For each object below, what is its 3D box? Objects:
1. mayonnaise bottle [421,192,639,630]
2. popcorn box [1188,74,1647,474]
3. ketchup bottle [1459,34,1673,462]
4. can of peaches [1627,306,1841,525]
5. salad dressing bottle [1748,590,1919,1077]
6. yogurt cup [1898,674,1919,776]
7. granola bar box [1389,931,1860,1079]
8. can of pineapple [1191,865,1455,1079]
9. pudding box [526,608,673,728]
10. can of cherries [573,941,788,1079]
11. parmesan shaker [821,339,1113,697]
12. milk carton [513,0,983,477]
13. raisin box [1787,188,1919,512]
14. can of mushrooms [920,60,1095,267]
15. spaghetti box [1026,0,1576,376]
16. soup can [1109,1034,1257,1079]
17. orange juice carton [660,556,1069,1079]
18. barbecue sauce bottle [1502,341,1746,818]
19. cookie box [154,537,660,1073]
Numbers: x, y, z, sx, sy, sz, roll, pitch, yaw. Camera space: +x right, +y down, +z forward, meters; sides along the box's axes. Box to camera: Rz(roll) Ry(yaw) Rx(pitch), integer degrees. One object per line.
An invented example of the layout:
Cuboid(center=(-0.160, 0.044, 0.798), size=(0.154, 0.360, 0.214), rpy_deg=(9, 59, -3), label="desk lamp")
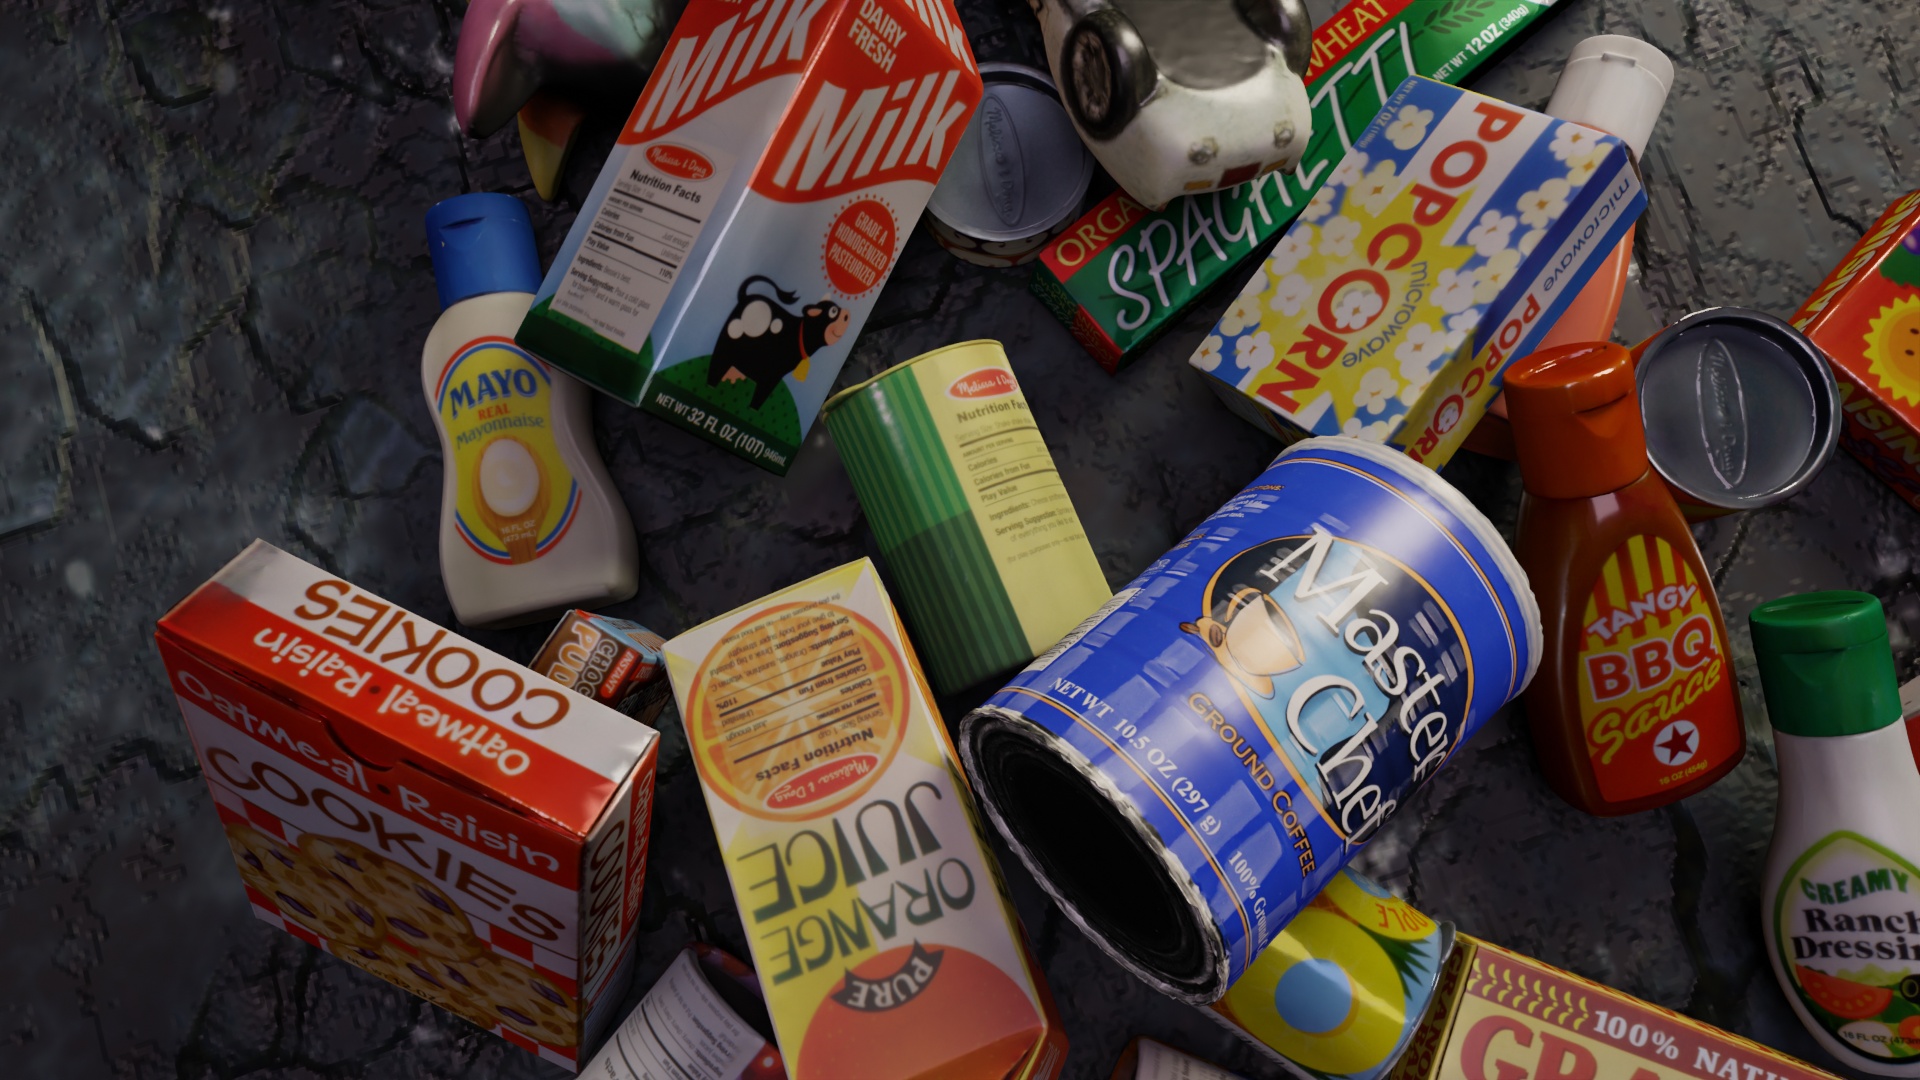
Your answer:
Cuboid(center=(-0.157, -0.046, 0.486), size=(0.065, 0.041, 0.148), rpy_deg=(-13, 83, 2), label="mayonnaise bottle")
Cuboid(center=(0.148, -0.084, 0.457), size=(0.126, 0.038, 0.085), rpy_deg=(-53, 46, 3), label="popcorn box")
Cuboid(center=(0.204, -0.104, 0.485), size=(0.065, 0.043, 0.149), rpy_deg=(23, 82, 21), label="ketchup bottle")
Cuboid(center=(0.245, -0.039, 0.469), size=(0.071, 0.058, 0.071), rpy_deg=(0, 83, 2), label="can of peaches")
Cuboid(center=(0.283, 0.091, 0.440), size=(0.064, 0.044, 0.147), rpy_deg=(-11, 96, 40), label="salad dressing bottle")
Cuboid(center=(0.335, 0.068, 0.450), size=(0.072, 0.072, 0.054), rpy_deg=(-35, 75, -3), label="yogurt cup")
Cuboid(center=(0.219, 0.214, 0.443), size=(0.166, 0.039, 0.124), rpy_deg=(20, 83, 4), label="granola bar box")
Cuboid(center=(0.112, 0.132, 0.443), size=(0.058, 0.071, 0.071), rpy_deg=(33, 84, 5), label="can of pineapple")
Cuboid(center=(-0.118, 0.051, 0.451), size=(0.030, 0.083, 0.050), rpy_deg=(31, 84, 2), label="pudding box")
Cuboid(center=(-0.080, 0.172, 0.444), size=(0.071, 0.071, 0.058), rpy_deg=(39, 83, 6), label="can of cherries")
Cuboid(center=(0.002, -0.006, 0.463), size=(0.071, 0.071, 0.103), rpy_deg=(-23, 83, -2), label="parmesan shaker")
Cuboid(center=(-0.059, -0.126, 0.459), size=(0.073, 0.072, 0.190), rpy_deg=(27, 90, 37), label="milk carton")
Cuboid(center=(0.355, -0.053, 0.478), size=(0.123, 0.040, 0.086), rpy_deg=(43, 86, 5), label="raisin box")
Cuboid(center=(0.012, -0.134, 0.499), size=(0.071, 0.033, 0.071), rpy_deg=(0, 83, 1), label="can of mushrooms")
Cuboid(center=(0.135, -0.156, 0.502), size=(0.250, 0.028, 0.050), rpy_deg=(-39, 82, -4), label="spaghetti box")
Cuboid(center=(0.084, 0.204, 0.436), size=(0.084, 0.071, 0.071), rpy_deg=(21, 83, 5), label="soup can")
Cuboid(center=(-0.022, 0.111, 0.420), size=(0.073, 0.071, 0.193), rpy_deg=(-22, 64, -2), label="orange juice carton")
Cuboid(center=(0.205, 0.012, 0.440), size=(0.065, 0.044, 0.148), rpy_deg=(-21, 108, -4), label="barbecue sauce bottle")
Cuboid(center=(-0.156, 0.087, 0.409), size=(0.123, 0.166, 0.040), rpy_deg=(24, 48, 5), label="cookie box")
